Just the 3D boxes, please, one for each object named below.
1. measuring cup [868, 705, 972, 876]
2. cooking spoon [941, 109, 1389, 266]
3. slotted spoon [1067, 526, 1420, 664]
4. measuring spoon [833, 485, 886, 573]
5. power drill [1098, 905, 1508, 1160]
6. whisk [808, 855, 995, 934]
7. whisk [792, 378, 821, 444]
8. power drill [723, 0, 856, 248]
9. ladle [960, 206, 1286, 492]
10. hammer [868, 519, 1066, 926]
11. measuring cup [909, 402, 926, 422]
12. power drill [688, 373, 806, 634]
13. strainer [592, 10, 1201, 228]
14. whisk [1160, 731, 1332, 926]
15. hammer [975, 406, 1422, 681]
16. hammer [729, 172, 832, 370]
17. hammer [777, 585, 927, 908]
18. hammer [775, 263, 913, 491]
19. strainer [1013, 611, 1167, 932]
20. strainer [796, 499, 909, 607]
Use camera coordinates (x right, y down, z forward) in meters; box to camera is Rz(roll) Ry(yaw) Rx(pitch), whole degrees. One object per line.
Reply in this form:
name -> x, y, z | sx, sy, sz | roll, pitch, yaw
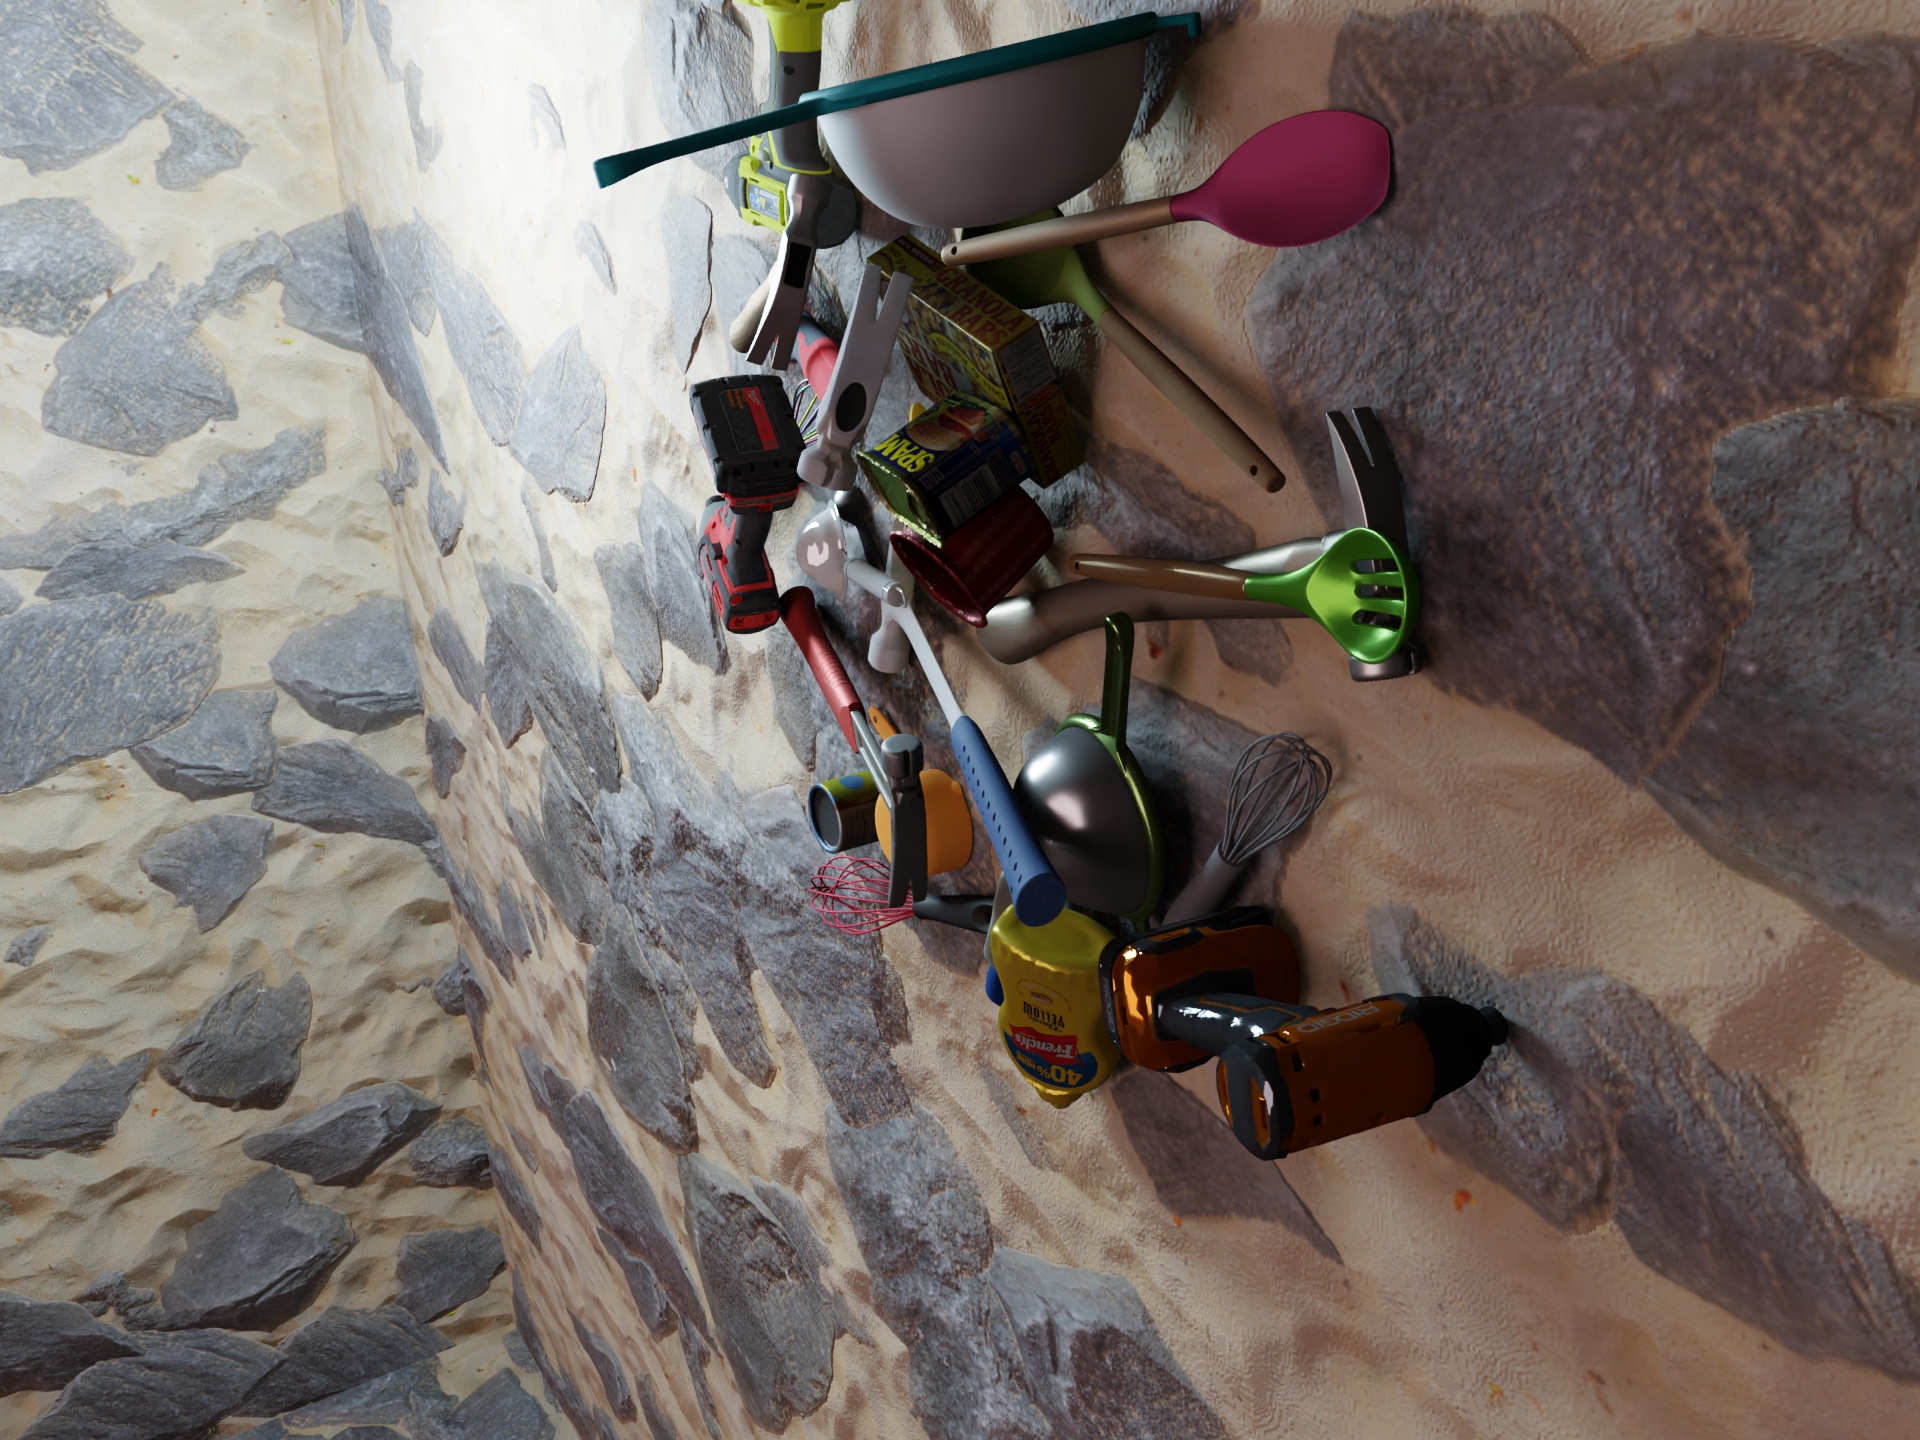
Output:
measuring cup -> -0.055, 0.057, 1.353 | 0.174, 0.052, 0.095 | 56, 144, 27
cooking spoon -> 0.105, -0.292, 0.918 | 0.319, 0.017, 0.069 | 5, 97, 44
slotted spoon -> 0.151, -0.081, 0.908 | 0.314, 0.031, 0.070 | 17, 113, 59
measuring spoon -> -0.083, -0.144, 1.353 | 0.034, 0.018, 0.124 | -40, 68, 57
power drill -> 0.191, 0.172, 0.914 | 0.226, 0.164, 0.084 | -162, 62, -70
whisk -> -0.044, 0.158, 1.379 | 0.296, 0.073, 0.073 | -1, 101, 53
whisk -> -0.144, -0.245, 1.393 | 0.245, 0.051, 0.047 | -32, 80, 62
power drill -> -0.147, -0.504, 1.261 | 0.171, 0.080, 0.223 | 39, 136, 45
ladle -> 0.093, -0.229, 0.959 | 0.321, 0.062, 0.078 | 56, 139, 40
hammer -> -0.002, -0.004, 1.155 | 0.406, 0.035, 0.144 | -115, 30, -52
measuring cup -> -0.013, -0.176, 1.203 | 0.029, 0.062, 0.157 | -30, 65, 48
power drill -> -0.192, -0.191, 1.387 | 0.219, 0.078, 0.143 | 108, 147, -55
strainer -> -0.037, -0.318, 0.907 | 0.211, 0.340, 0.095 | 29, 139, 59
whisk -> 0.169, 0.085, 1.001 | 0.055, 0.055, 0.238 | 59, 149, 27
hammer -> 0.124, -0.089, 1.014 | 0.411, 0.038, 0.146 | -3, 98, 60
hammer -> -0.155, -0.333, 1.276 | 0.331, 0.031, 0.130 | -163, 85, -75
hammer -> -0.095, -0.005, 1.333 | 0.359, 0.036, 0.149 | -122, 27, -52
hammer -> -0.099, -0.282, 1.177 | 0.387, 0.038, 0.143 | -117, 44, -66
strainer -> 0.077, 0.037, 1.063 | 0.256, 0.069, 0.152 | 90, 155, -43
strainer -> -0.090, -0.125, 1.294 | 0.259, 0.050, 0.086 | -144, 48, -63
